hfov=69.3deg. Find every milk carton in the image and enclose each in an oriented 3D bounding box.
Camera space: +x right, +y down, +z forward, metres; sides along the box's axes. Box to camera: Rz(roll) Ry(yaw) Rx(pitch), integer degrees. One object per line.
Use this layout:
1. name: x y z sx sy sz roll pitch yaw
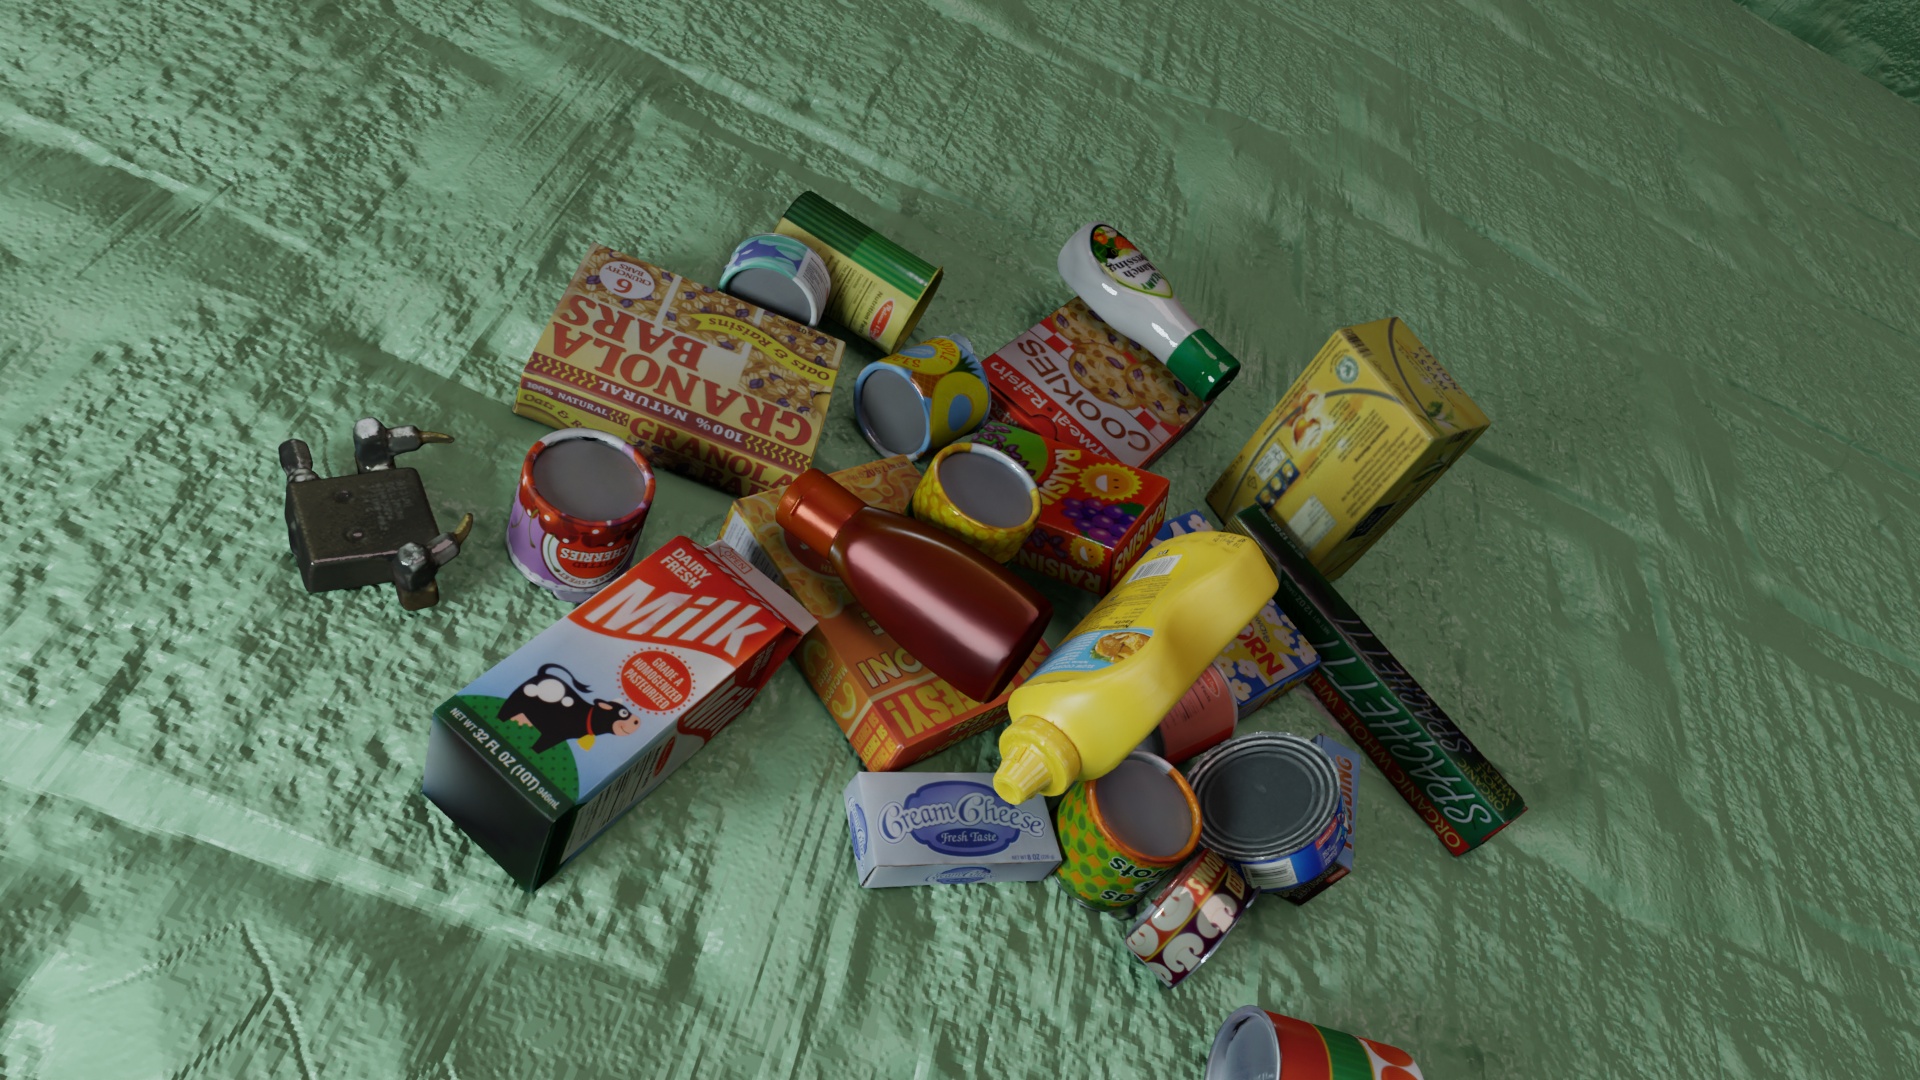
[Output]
1. milk carton: -0.150 0.066 0.650 0.072 0.073 0.191 40 46 10

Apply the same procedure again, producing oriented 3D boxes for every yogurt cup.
1. yogurt cup: 0.113 0.096 0.780 0.054 0.072 0.072 -24 67 -32

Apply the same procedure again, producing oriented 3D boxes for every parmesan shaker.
1. parmesan shaker: -0.070 -0.177 0.910 0.103 0.071 0.072 32 44 0

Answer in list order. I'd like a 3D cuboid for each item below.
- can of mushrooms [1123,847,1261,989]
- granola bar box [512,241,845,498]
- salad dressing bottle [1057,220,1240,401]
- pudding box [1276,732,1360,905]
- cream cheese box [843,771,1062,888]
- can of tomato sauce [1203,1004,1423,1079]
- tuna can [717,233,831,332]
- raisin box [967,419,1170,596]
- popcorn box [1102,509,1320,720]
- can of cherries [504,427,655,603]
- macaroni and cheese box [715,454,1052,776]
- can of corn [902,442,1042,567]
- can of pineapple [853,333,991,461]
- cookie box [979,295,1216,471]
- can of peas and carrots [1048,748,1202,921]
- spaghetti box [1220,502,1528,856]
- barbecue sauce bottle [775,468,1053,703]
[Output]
1. can of mushrooms: 0.116 0.187 0.696 0.033 0.070 0.071 42 45 12
2. granola bar box: -0.159 -0.097 0.814 0.165 0.038 0.125 21 46 -12
3. salad dressing bottle: 0.132 -0.159 0.969 0.148 0.043 0.064 48 43 15
4. pudding box: 0.198 0.156 0.783 0.030 0.049 0.084 28 44 -7
5. cream cheese box: -0.004 0.144 0.700 0.104 0.024 0.053 4 49 -26
6. can of tomato sauce: 0.168 0.266 0.658 0.083 0.070 0.071 20 45 -14
7. tuna can: -0.119 -0.156 0.870 0.071 0.070 0.033 23 46 -10
8. raisin box: 0.052 -0.021 0.835 0.123 0.039 0.086 20 39 21
9. popcorn box: 0.151 0.048 0.860 0.085 0.038 0.127 -20 64 -38
10. can of cherries: -0.193 -0.013 0.708 0.071 0.058 0.072 16 46 -17
11. macaroni and cheese box: -0.038 0.037 0.764 0.124 0.040 0.167 -18 62 -39
12. can of corn: 0.003 -0.009 0.756 0.071 0.058 0.071 17 44 -17
13. can of pineapple: -0.024 -0.089 0.861 0.071 0.070 0.058 47 46 14
14. cookie box: 0.089 -0.098 0.951 0.123 0.040 0.168 42 45 9
15. can of peas and carrots: 0.084 0.152 0.717 0.071 0.058 0.071 15 47 -17
16. spaghetti box: 0.248 0.085 0.873 0.029 0.050 0.250 -23 66 -38
17. barbecue sauce bottle: -0.028 0.017 0.714 0.149 0.064 0.044 35 12 14
